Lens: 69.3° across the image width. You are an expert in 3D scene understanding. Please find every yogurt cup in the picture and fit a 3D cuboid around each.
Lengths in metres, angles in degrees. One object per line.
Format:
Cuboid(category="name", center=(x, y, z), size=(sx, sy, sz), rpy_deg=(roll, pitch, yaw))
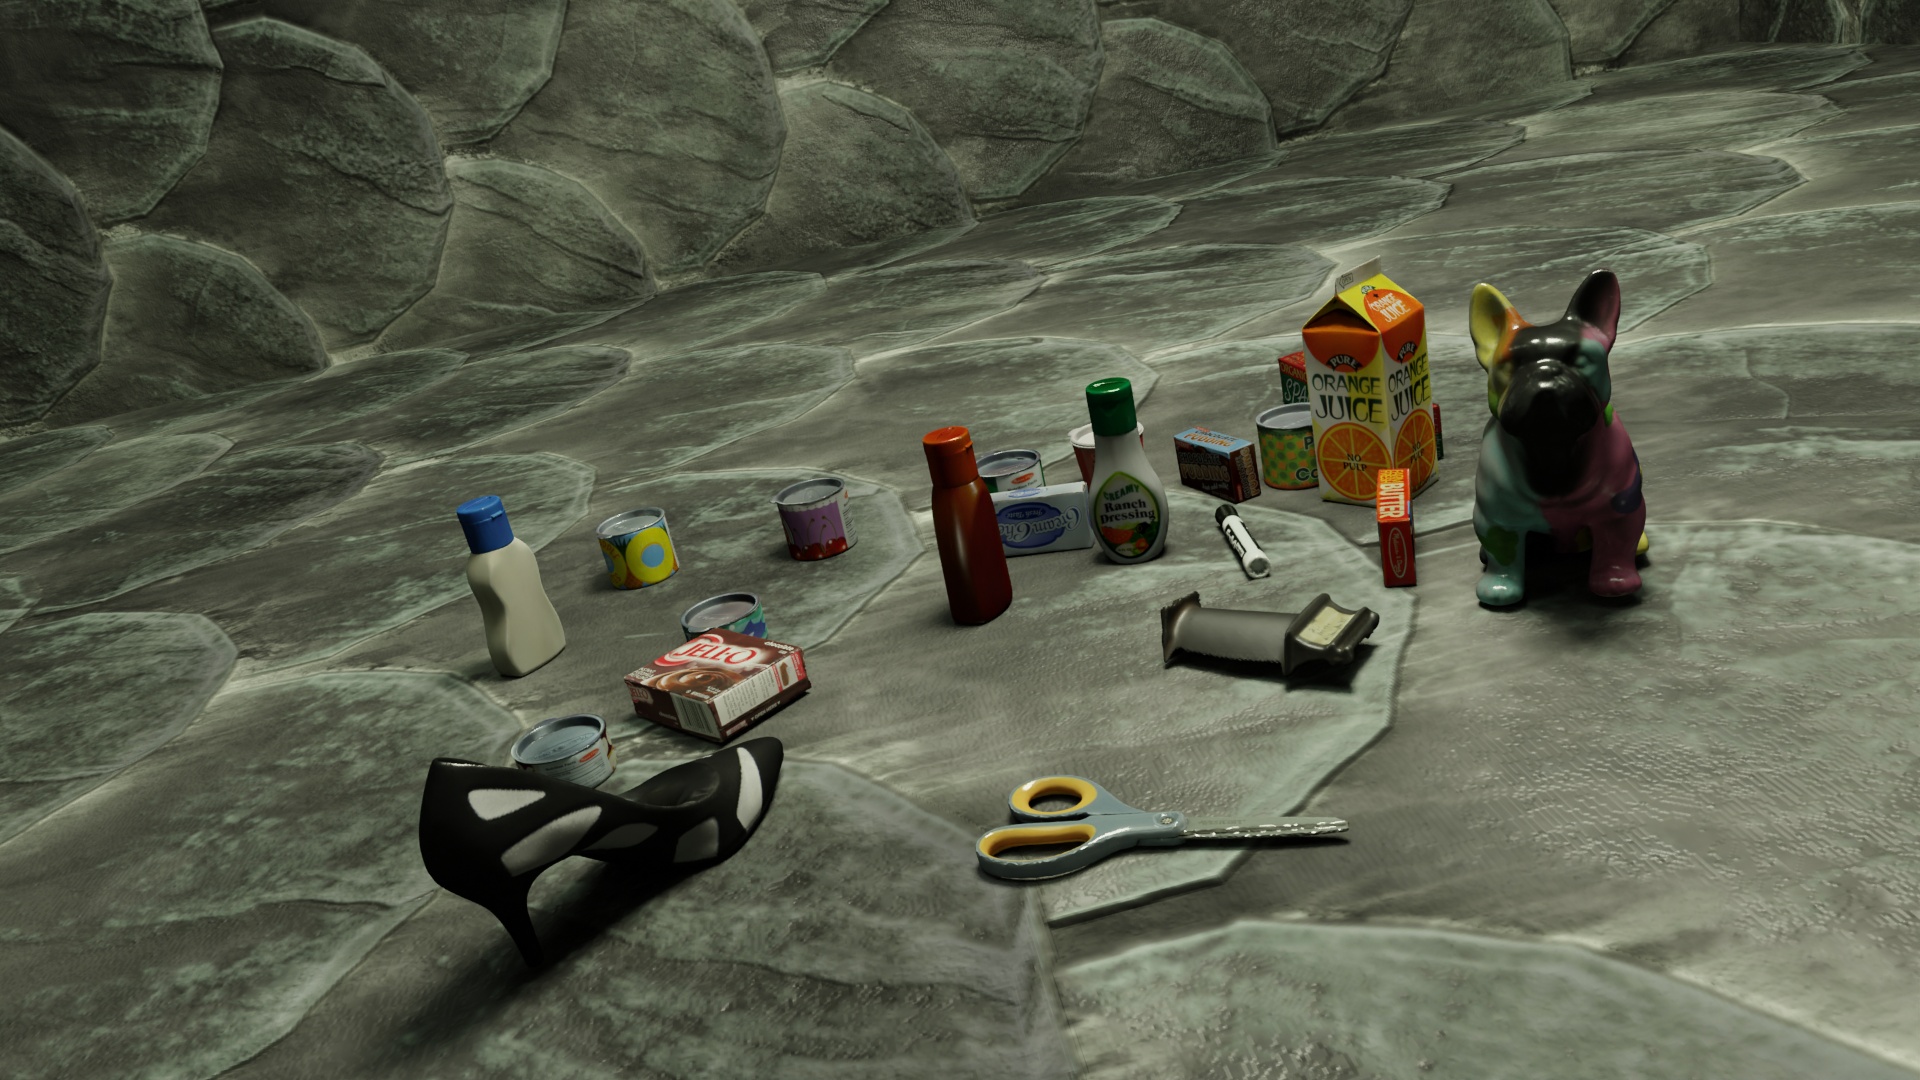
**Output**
Cuboid(category="yogurt cup", center=(0.139, -0.076, 1.288), size=(0.072, 0.053, 0.073), rpy_deg=(-11, 21, 4))

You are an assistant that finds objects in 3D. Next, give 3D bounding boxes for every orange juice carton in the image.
Cuboid(category="orange juice carton", center=(0.331, -0.129, 1.125), size=(0.072, 0.192, 0.073), rpy_deg=(-29, 27, -37))

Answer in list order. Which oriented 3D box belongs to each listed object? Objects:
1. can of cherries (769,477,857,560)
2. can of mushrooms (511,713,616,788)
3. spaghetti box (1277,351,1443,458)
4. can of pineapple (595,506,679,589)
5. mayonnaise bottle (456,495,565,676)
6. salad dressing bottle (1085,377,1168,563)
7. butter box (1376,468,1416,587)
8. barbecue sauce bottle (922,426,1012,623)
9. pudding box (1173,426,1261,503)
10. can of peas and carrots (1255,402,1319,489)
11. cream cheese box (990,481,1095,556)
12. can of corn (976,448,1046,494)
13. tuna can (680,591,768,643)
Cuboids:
Cuboid(category="can of cherries", center=(-0.136, -0.020, 1.291), size=(0.071, 0.058, 0.072), rpy_deg=(-11, 21, 4))
Cuboid(category="can of mushrooms", center=(-0.278, 0.151, 0.977), size=(0.071, 0.033, 0.071), rpy_deg=(-11, 21, 4))
Cuboid(category="spaghetti box", center=(0.368, -0.128, 1.298), size=(0.029, 0.050, 0.251), rpy_deg=(-16, 22, -10))
Cuboid(category="can of pineapple", center=(-0.307, 0.008, 1.315), size=(0.071, 0.057, 0.071), rpy_deg=(-11, 21, 4))
Cuboid(category="mayonnaise bottle", center=(-0.379, 0.036, 1.160), size=(0.041, 0.147, 0.065), rpy_deg=(1, 25, 31))
Cuboid(category="salad dressing bottle", center=(0.129, -0.056, 1.115), size=(0.064, 0.147, 0.044), rpy_deg=(-7, 22, 14))
Cuboid(category="butter box", center=(0.323, -0.011, 1.028), size=(0.024, 0.053, 0.104), rpy_deg=(-5, 23, 19))
Cuboid(category="barbecue sauce bottle", center=(0.004, -0.013, 1.076), size=(0.043, 0.148, 0.065), rpy_deg=(-1, 24, 27))
Cuboid(category="pudding box", center=(0.226, -0.068, 1.225), size=(0.030, 0.049, 0.084), rpy_deg=(-21, 23, -21))
Cuboid(category="can of peas and carrots", center=(0.296, -0.082, 1.211), size=(0.071, 0.058, 0.071), rpy_deg=(-11, 21, 4))
Cuboid(category="cream cheese box", center=(0.060, -0.016, 1.182), size=(0.104, 0.053, 0.024), rpy_deg=(-7, 22, 13))
Cuboid(category="can of corn", center=(0.044, -0.045, 1.255), size=(0.071, 0.058, 0.071), rpy_deg=(-11, 21, 4))
Cuboid(category="tuna can", center=(-0.193, 0.071, 1.129), size=(0.071, 0.032, 0.071), rpy_deg=(-11, 21, 4))
